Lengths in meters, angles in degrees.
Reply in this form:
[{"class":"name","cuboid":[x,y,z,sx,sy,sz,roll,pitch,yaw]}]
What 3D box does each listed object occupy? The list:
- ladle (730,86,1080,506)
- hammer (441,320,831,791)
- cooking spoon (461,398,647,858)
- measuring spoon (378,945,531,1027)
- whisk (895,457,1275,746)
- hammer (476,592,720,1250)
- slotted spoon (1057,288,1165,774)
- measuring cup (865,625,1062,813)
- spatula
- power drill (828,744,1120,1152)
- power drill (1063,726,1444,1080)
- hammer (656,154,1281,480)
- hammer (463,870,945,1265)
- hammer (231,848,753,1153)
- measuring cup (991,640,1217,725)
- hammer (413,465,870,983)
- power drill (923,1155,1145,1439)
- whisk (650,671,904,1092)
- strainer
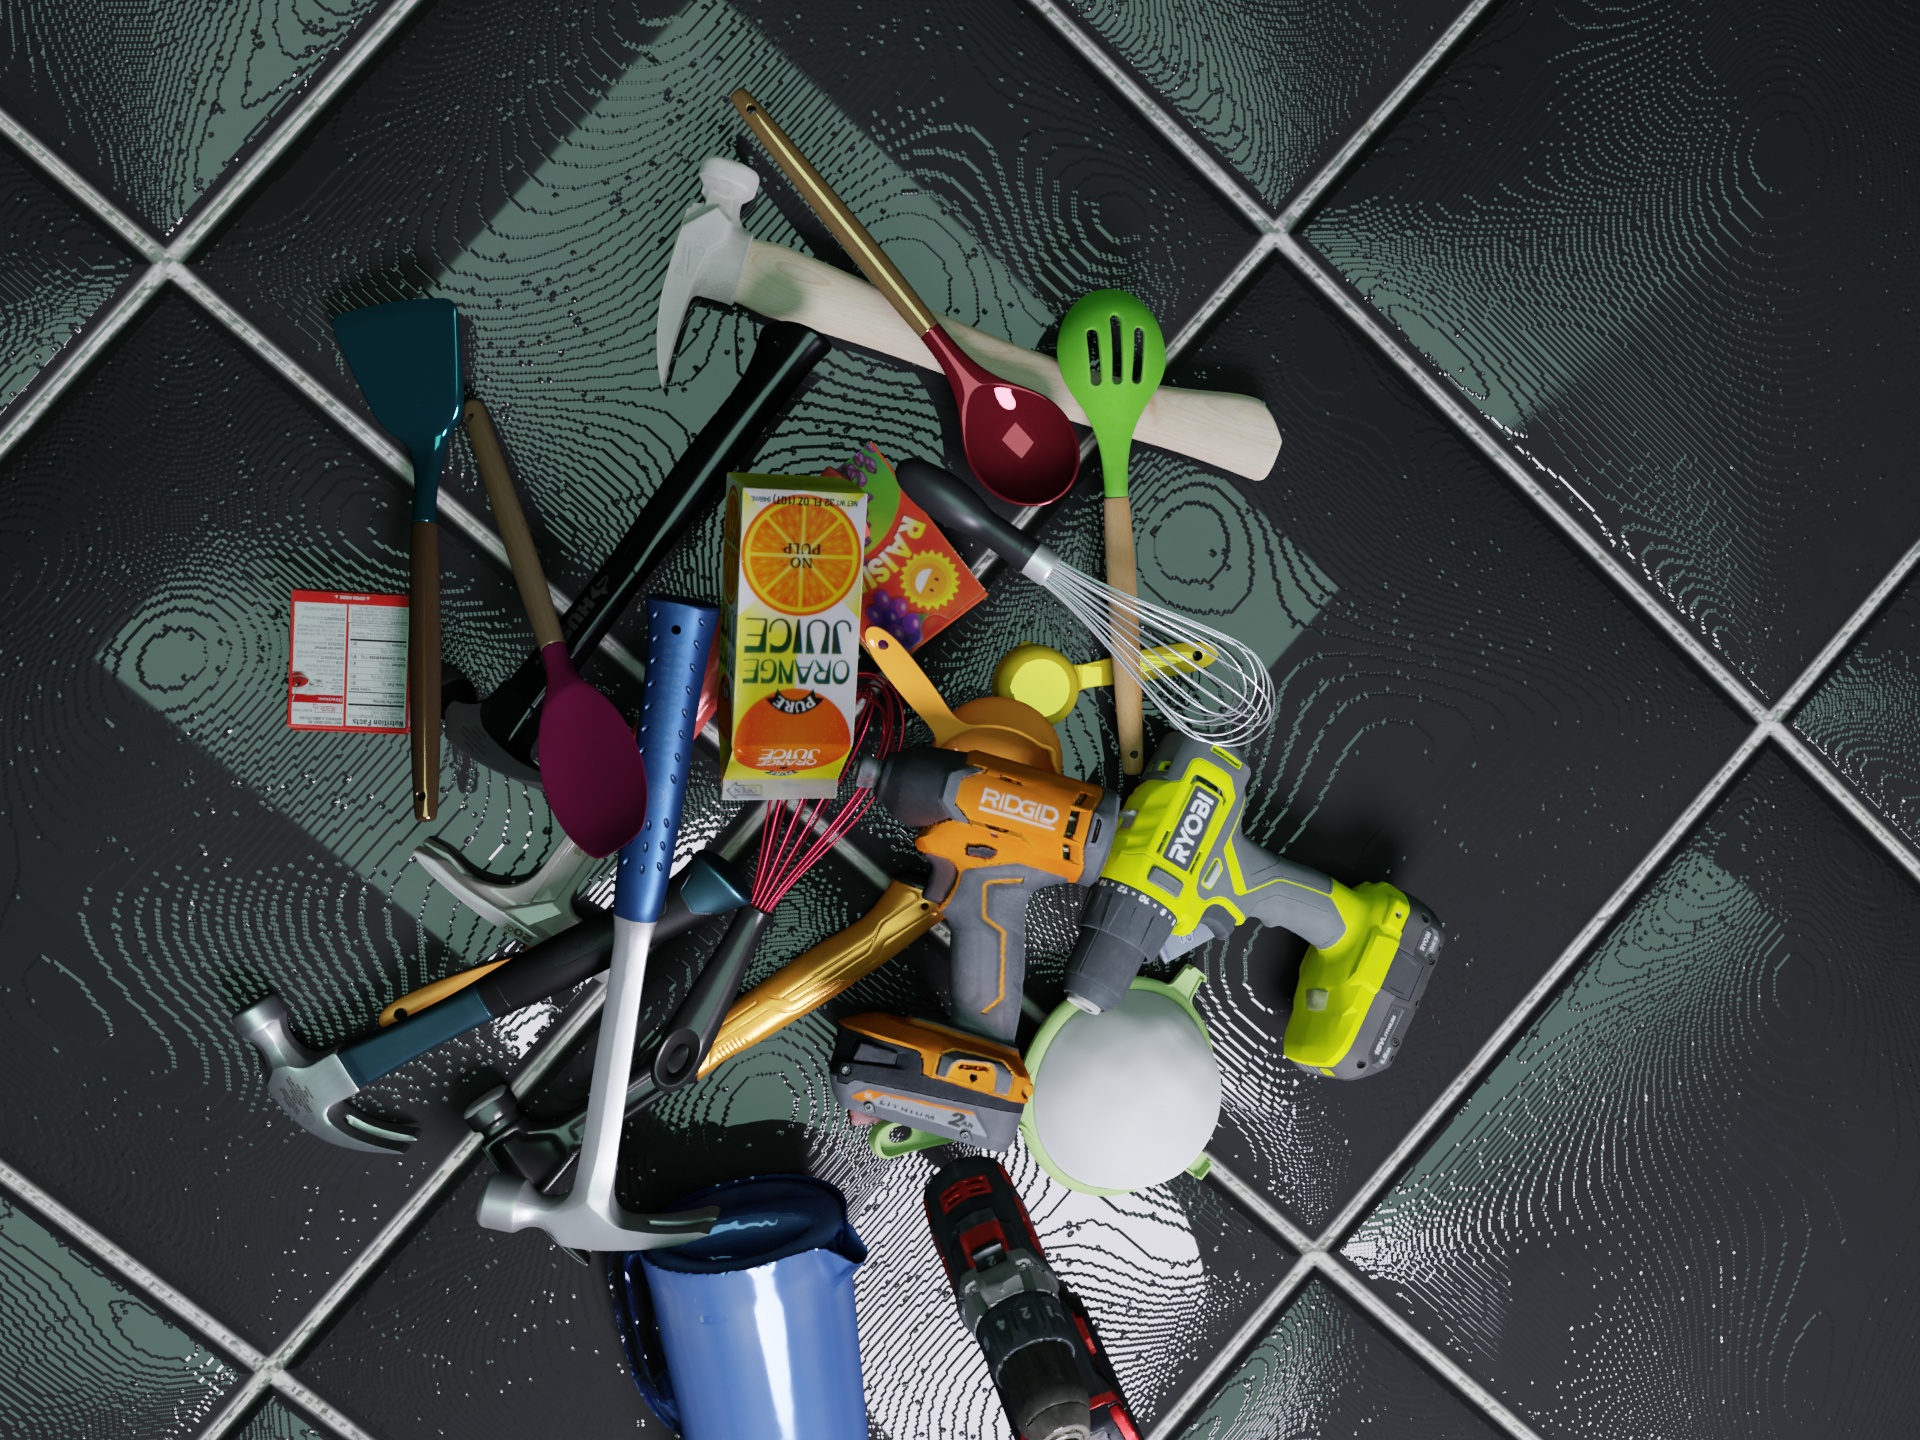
[{"class":"ladle","cuboid":[-0.037,-0.263,0.990,0.069,0.031,0.315,-40,98,-2]},{"class":"hammer","cuboid":[-0.189,-0.104,0.969,0.146,0.035,0.335,37,90,29]},{"class":"cooking spoon","cuboid":[-0.248,-0.064,0.943,0.069,0.017,0.319,-32,67,20]},{"class":"measuring spoon","cuboid":[-0.320,0.173,1.026,0.117,0.011,0.021,-22,97,-6]},{"class":"whisk","cuboid":[0.078,-0.080,0.999,0.284,0.070,0.070,35,89,1]},{"class":"hammer","cuboid":[-0.189,0.128,0.946,0.144,0.035,0.405,11,100,1]},{"class":"slotted spoon","cuboid":[0.104,-0.119,1.028,0.070,0.031,0.313,-5,100,-6]},{"class":"measuring cup","cuboid":[-0.002,-0.003,1.017,0.095,0.052,0.173,-30,110,23]},{"class":"spatula","cuboid":[-0.333,-0.097,0.968,0.082,0.044,0.318,-6,80,8]},{"class":"power drill","cuboid":[-0.009,0.129,0.966,0.164,0.084,0.226,17,82,-2]},{"class":"power drill","cuboid":[0.185,0.139,1.034,0.228,0.080,0.191,32,74,-14]},{"class":"hammer","cuboid":[0.010,-0.226,1.031,0.410,0.038,0.146,17,93,-9]},{"class":"hammer","cuboid":[-0.148,0.212,1.042,0.337,0.034,0.127,-34,97,-4]},{"class":"hammer","cuboid":[-0.283,0.166,0.991,0.331,0.033,0.128,-27,99,7]},{"class":"measuring cup","cuboid":[0.099,-0.031,1.059,0.156,0.029,0.062,-11,95,-5]},{"class":"hammer","cuboid":[-0.184,-0.011,0.997,0.149,0.037,0.359,36,97,-9]},{"class":"power drill","cuboid":[0.051,0.397,0.974,0.080,0.188,0.226,-24,128,-4]},{"class":"whisk","cuboid":[-0.120,0.102,1.011,0.073,0.073,0.296,28,86,-9]},{"class":"strainer","cuboid":[0.070,0.253,1.022,0.256,0.069,0.151,-6,98,-25]}]
